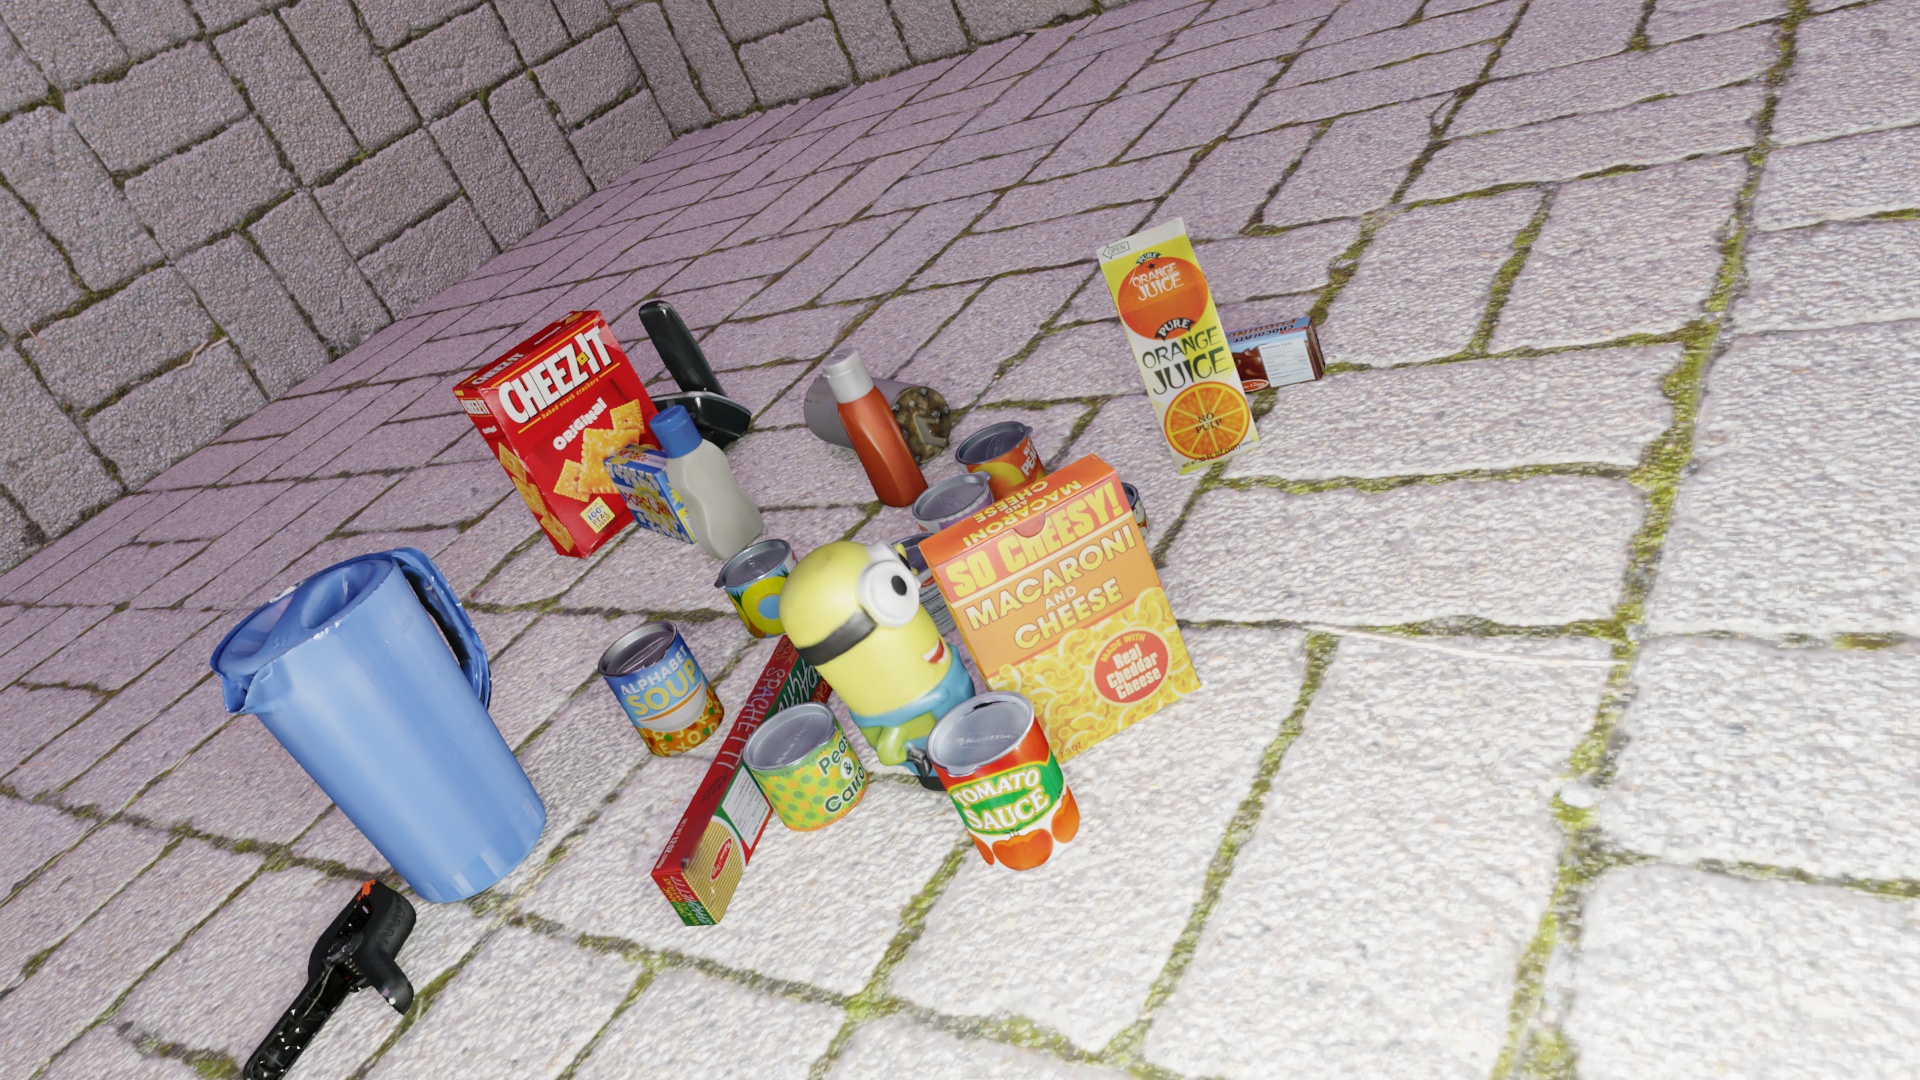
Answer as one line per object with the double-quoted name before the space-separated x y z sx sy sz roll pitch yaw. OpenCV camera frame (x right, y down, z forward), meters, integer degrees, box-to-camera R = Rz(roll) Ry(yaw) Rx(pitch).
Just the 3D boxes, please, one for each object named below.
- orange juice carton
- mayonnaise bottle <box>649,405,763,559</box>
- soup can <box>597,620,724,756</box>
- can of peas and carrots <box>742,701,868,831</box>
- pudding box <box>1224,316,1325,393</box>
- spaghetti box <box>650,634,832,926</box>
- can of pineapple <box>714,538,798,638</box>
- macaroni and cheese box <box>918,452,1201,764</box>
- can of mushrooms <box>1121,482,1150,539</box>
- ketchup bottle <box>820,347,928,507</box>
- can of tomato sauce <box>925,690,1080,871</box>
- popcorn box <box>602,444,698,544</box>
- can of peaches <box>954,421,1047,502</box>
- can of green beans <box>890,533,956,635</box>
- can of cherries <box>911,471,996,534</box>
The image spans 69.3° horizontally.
"orange juice carton" 0.172 -0.157 1.101 0.072 0.192 0.073 -20 27 9
"mayonnaise bottle" -0.243 -0.057 1.312 0.041 0.147 0.065 5 39 45
"soup can" -0.227 0.115 1.063 0.071 0.083 0.072 -20 27 11
"can of peas and carrots" -0.100 0.150 0.922 0.071 0.058 0.071 -19 27 11
"pudding box" 0.262 -0.157 1.182 0.083 0.049 0.030 -9 31 29
"spaghetti box" -0.141 0.154 0.959 0.028 0.050 0.251 -12 29 24
"can of pineapple" -0.163 0.041 1.170 0.071 0.057 0.071 -19 27 11
"macaroni and cheese box" 0.064 0.048 0.852 0.124 0.165 0.040 -28 27 -6
"can of mushrooms" 0.111 -0.015 1.072 0.071 0.033 0.071 -19 27 11
"ketchup bottle" -0.080 -0.102 1.258 0.044 0.148 0.065 -35 28 -19
"can of tomato sauce" 0.026 0.141 0.807 0.071 0.082 0.071 -20 27 11
"popcorn box" -0.306 -0.048 1.418 0.038 0.085 0.127 -39 30 -26
"can of peaches" 0.039 -0.061 1.186 0.071 0.058 0.071 -19 27 11
"can of green beans" -0.032 0.036 1.070 0.071 0.057 0.071 -19 27 11
"can of cherries" 0.004 -0.014 1.131 0.071 0.058 0.072 -19 27 11
